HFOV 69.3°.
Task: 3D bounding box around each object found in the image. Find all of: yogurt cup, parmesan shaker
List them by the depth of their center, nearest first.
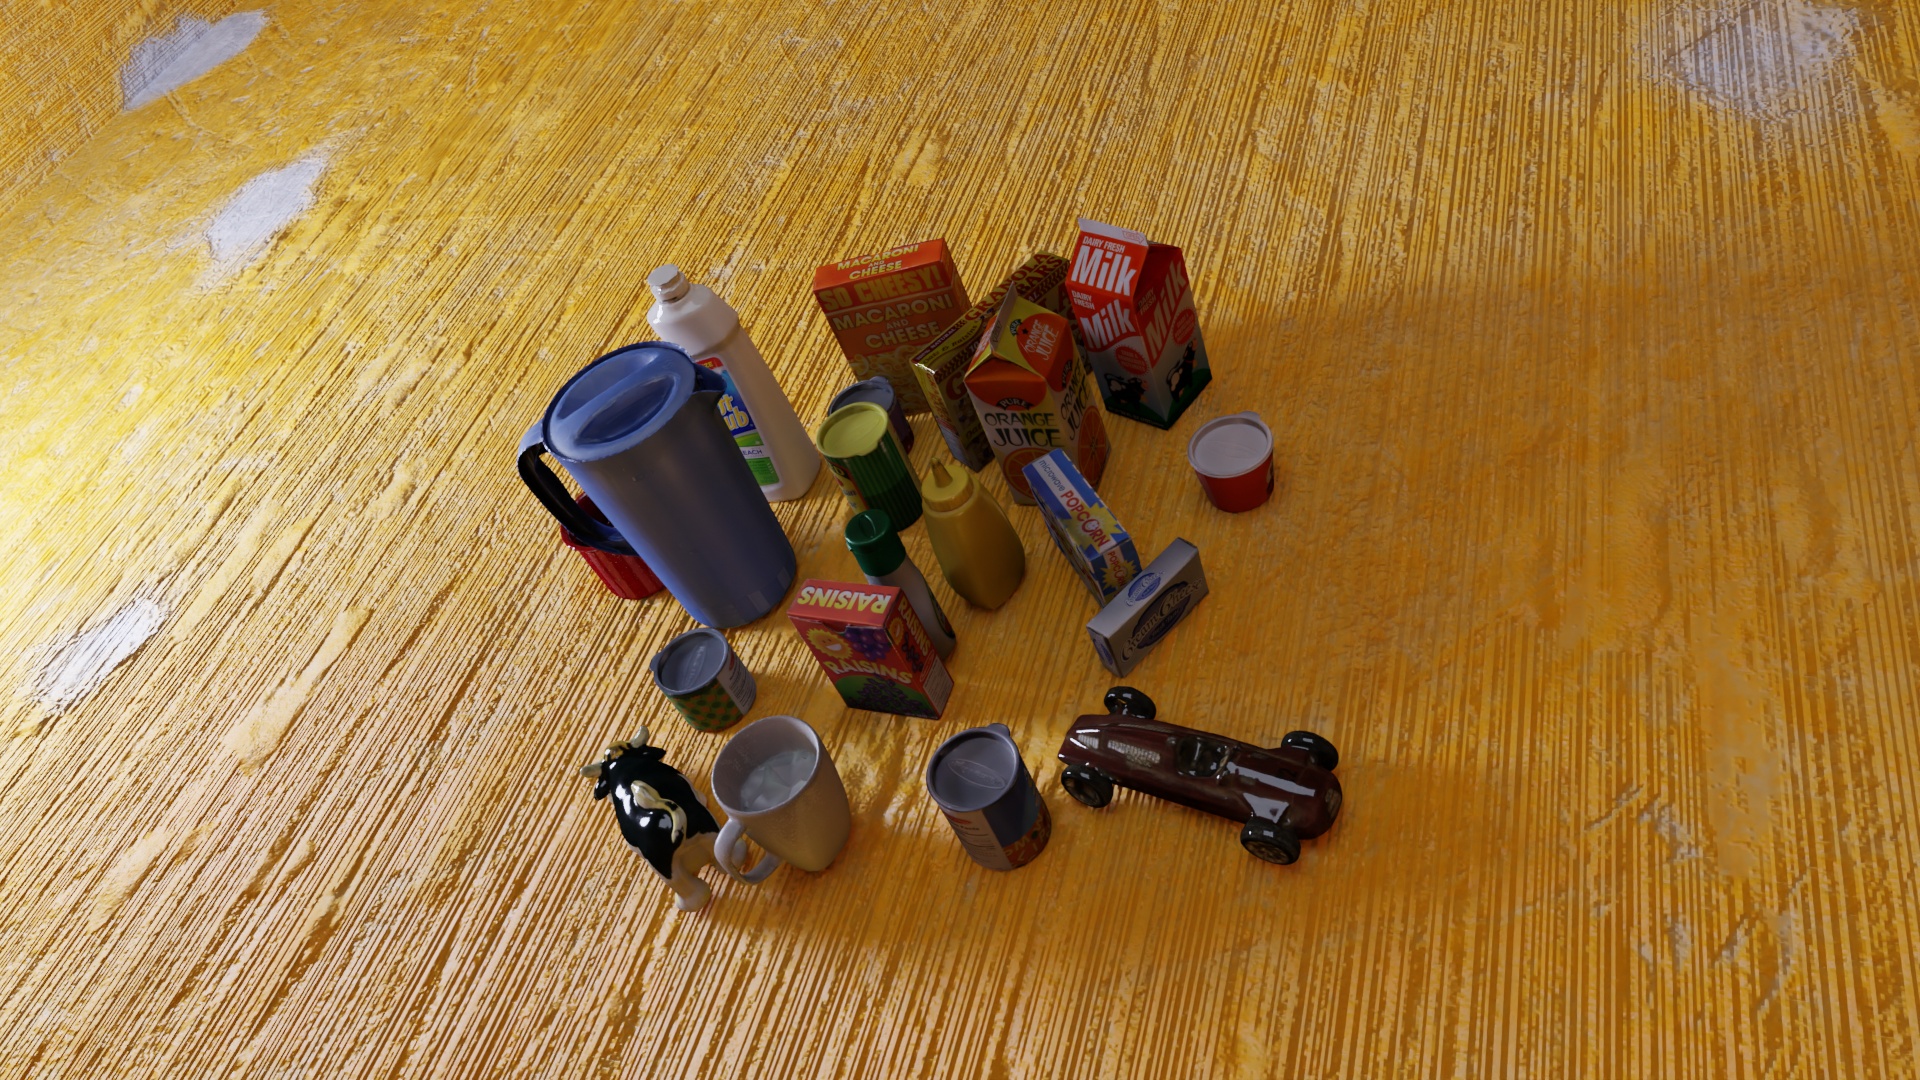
[{"bbox_3d":[0.220,-0.059,1.114,0.072,0.053,0.073,-12,45,13],"label":"yogurt cup"},{"bbox_3d":[-0.075,-0.060,1.209,0.071,0.102,0.072,-12,45,13],"label":"parmesan shaker"}]

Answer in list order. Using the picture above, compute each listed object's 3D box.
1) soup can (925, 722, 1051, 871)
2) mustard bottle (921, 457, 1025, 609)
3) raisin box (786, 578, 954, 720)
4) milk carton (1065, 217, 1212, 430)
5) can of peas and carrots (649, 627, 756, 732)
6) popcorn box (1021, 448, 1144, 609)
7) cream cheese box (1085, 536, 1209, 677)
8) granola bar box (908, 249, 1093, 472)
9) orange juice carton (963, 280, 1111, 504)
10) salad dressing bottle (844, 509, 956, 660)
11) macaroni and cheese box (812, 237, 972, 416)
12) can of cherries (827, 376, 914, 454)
[{"bbox_3d":[0.022,0.177,0.957,0.071,0.083,0.072,-12,45,13],"label":"soup can"},{"bbox_3d":[0.004,-0.014,1.090,0.049,0.159,0.065,20,60,36],"label":"mustard bottle"},{"bbox_3d":[-0.067,0.084,1.056,0.086,0.123,0.040,5,52,28],"label":"raisin box"},{"bbox_3d":[0.148,-0.190,1.170,0.072,0.189,0.074,23,62,38],"label":"milk carton"},{"bbox_3d":[-0.210,0.115,1.136,0.071,0.058,0.071,-12,45,13],"label":"can of peas and carrots"},{"bbox_3d":[0.100,-0.004,1.092,0.038,0.085,0.127,-29,44,-3],"label":"popcorn box"},{"bbox_3d":[0.143,0.051,1.045,0.104,0.053,0.024,-42,46,-17],"label":"cream cheese box"},{"bbox_3d":[0.043,-0.160,1.236,0.166,0.123,0.039,-42,46,-17],"label":"granola bar box"},{"bbox_3d":[0.061,-0.117,1.139,0.073,0.191,0.072,2,50,26],"label":"orange juice carton"},{"bbox_3d":[-0.047,0.037,1.073,0.044,0.147,0.064,-27,44,-2],"label":"salad dressing bottle"},{"bbox_3d":[-0.048,-0.190,1.274,0.123,0.165,0.040,-10,46,15],"label":"macaroni and cheese box"},{"bbox_3d":[-0.080,-0.108,1.288,0.071,0.058,0.072,-12,45,13],"label":"can of cherries"}]
